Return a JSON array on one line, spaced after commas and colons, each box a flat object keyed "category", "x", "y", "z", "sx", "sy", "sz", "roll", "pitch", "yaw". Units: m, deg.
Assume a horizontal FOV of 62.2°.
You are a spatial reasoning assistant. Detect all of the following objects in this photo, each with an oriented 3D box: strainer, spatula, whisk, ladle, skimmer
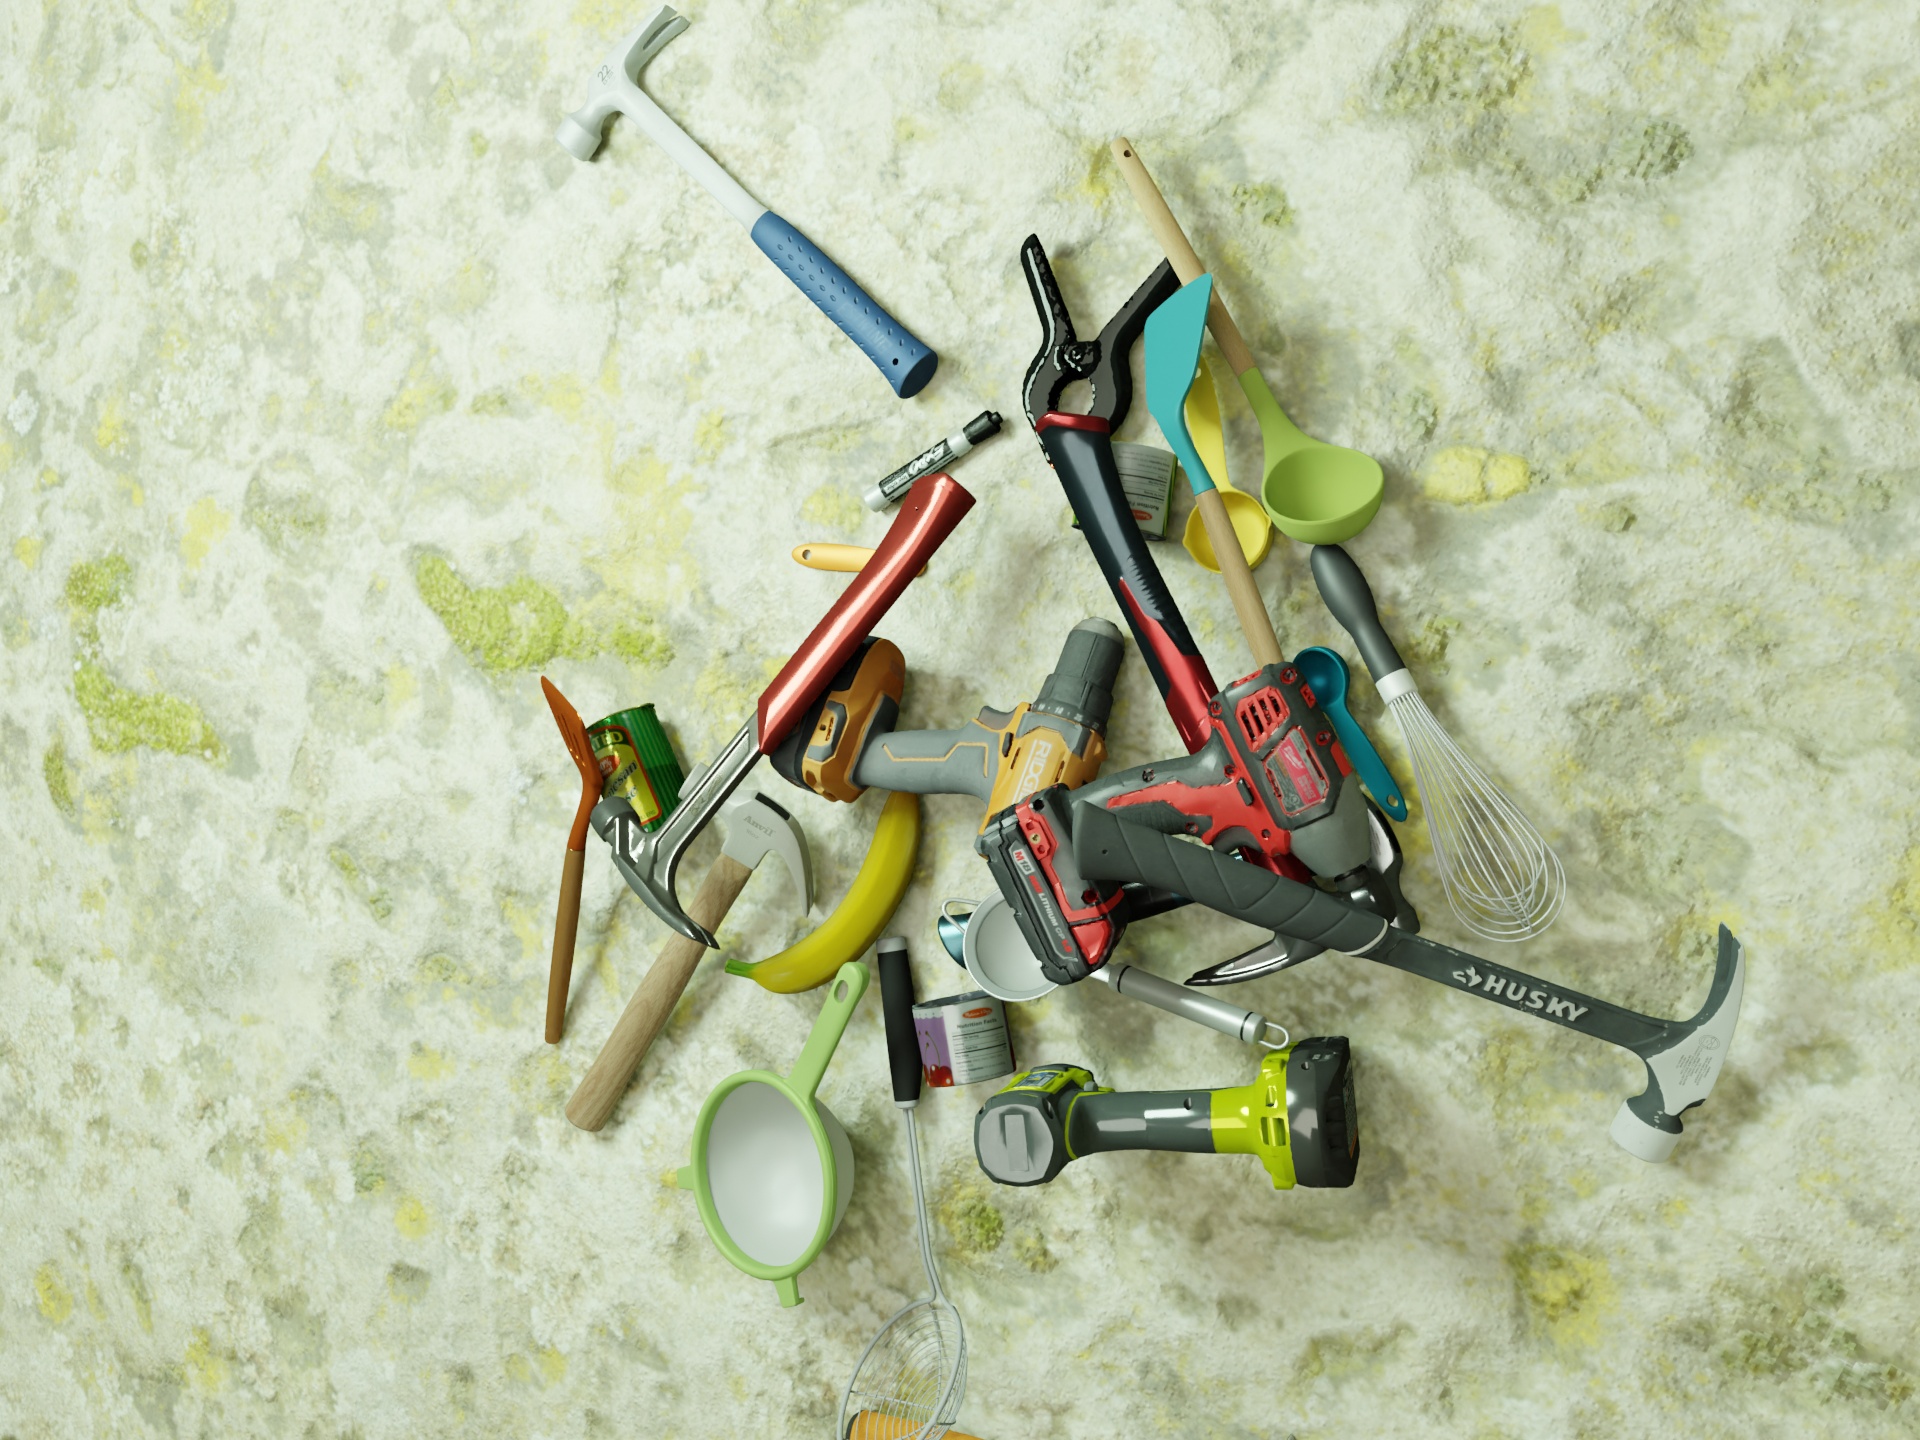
[{"category": "strainer", "x": 0.099, "y": 0.168, "z": 1.044, "sx": 0.259, "sy": 0.050, "sz": 0.087, "roll": 16, "pitch": 70, "yaw": 35}, {"category": "strainer", "x": -0.107, "y": 0.286, "z": 1.170, "sx": 0.152, "sy": 0.069, "sz": 0.256, "roll": 35, "pitch": 108, "yaw": 35}, {"category": "spatula", "x": -0.314, "y": 0.121, "z": 1.253, "sx": 0.081, "sy": 0.041, "sz": 0.322, "roll": 37, "pitch": 123, "yaw": 45}, {"category": "whisk", "x": 0.290, "y": 0.008, "z": 1.005, "sx": 0.070, "sy": 0.070, "sz": 0.285, "roll": -32, "pitch": 71, "yaw": 21}, {"category": "spatula", "x": 0.178, "y": -0.128, "z": 1.036, "sx": 0.082, "sy": 0.044, "sz": 0.317, "roll": -23, "pitch": 87, "yaw": 63}, {"category": "ladle", "x": 0.179, "y": -0.257, "z": 1.048, "sx": 0.078, "sy": 0.062, "sz": 0.320, "roll": -26, "pitch": 81, "yaw": -5}, {"category": "skimmer", "x": -0.056, "y": 0.341, "z": 1.141, "sx": 0.127, "sy": 0.090, "sz": 0.363, "roll": -17, "pitch": 77, "yaw": 56}]

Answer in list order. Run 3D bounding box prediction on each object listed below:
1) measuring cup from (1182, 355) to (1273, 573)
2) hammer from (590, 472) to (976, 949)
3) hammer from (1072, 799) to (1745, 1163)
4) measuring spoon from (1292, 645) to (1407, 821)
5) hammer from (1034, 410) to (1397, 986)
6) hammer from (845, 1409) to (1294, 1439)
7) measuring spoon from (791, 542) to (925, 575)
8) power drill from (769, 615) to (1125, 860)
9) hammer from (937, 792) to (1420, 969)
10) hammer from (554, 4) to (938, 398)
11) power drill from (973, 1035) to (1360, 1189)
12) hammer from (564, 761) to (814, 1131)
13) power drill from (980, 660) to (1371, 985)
[{"category": "measuring cup", "x": 0.175, "y": -0.174, "z": 1.079, "sx": 0.062, "sy": 0.029, "sz": 0.156, "roll": -13, "pitch": 81, "yaw": 25}, {"category": "hammer", "x": -0.108, "y": -0.019, "z": 1.100, "sx": 0.359, "sy": 0.036, "sz": 0.149, "roll": -50, "pitch": 54, "yaw": 2}, {"category": "hammer", "x": 0.255, "y": 0.128, "z": 0.921, "sx": 0.409, "sy": 0.036, "sz": 0.149, "roll": 20, "pitch": 109, "yaw": -3}, {"category": "measuring spoon", "x": 0.261, "y": 0.007, "z": 1.041, "sx": 0.042, "sy": 0.021, "sz": 0.128, "roll": -35, "pitch": 82, "yaw": 50}, {"category": "hammer", "x": 0.131, "y": -0.020, "z": 1.031, "sx": 0.143, "sy": 0.038, "sz": 0.386, "roll": -28, "pitch": 84, "yaw": 24}, {"category": "hammer", "x": 0.071, "y": 0.528, "z": 1.107, "sx": 0.337, "sy": 0.034, "sz": 0.127, "roll": 3, "pitch": 91, "yaw": 26}, {"category": "measuring spoon", "x": -0.080, "y": -0.123, "z": 1.206, "sx": 0.117, "sy": 0.011, "sz": 0.021, "roll": 7, "pitch": 92, "yaw": 25}, {"category": "power drill", "x": -0.002, "y": -0.004, "z": 1.122, "sx": 0.226, "sy": 0.084, "sz": 0.185, "roll": 16, "pitch": 78, "yaw": 24}, {"category": "hammer", "x": 0.134, "y": 0.119, "z": 1.087, "sx": 0.331, "sy": 0.033, "sz": 0.128, "roll": -17, "pitch": 82, "yaw": 24}, {"category": "hammer", "x": -0.158, "y": -0.397, "z": 1.237, "sx": 0.406, "sy": 0.035, "sz": 0.144, "roll": 46, "pitch": 107, "yaw": 19}, {"category": "power drill", "x": 0.137, "y": 0.249, "z": 1.019, "sx": 0.223, "sy": 0.171, "sz": 0.080, "roll": -6, "pitch": 87, "yaw": 17}, {"category": "hammer", "x": -0.222, "y": 0.195, "z": 1.238, "sx": 0.130, "sy": 0.031, "sz": 0.331, "roll": 31, "pitch": 110, "yaw": -4}, {"category": "power drill", "x": 0.137, "y": 0.071, "z": 0.972, "sx": 0.219, "sy": 0.078, "sz": 0.143, "roll": -28, "pitch": 89, "yaw": 18}]
